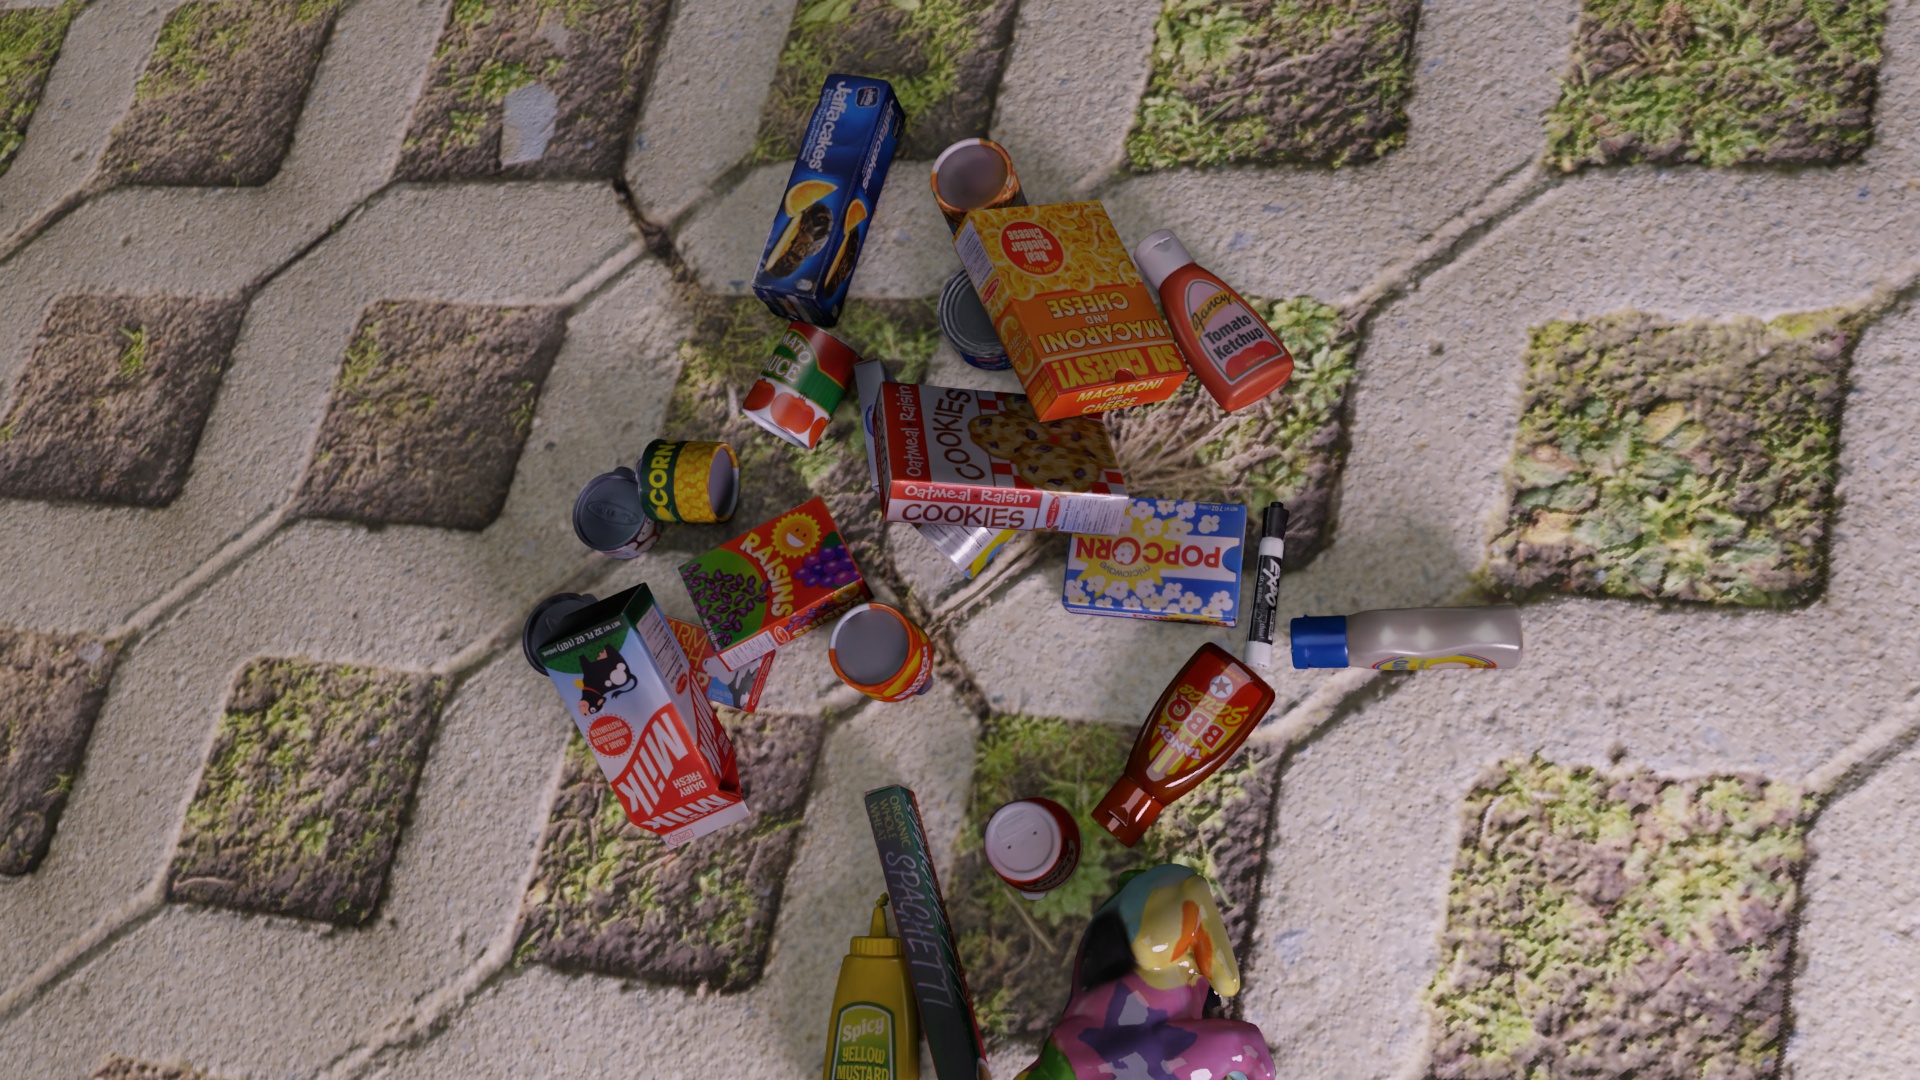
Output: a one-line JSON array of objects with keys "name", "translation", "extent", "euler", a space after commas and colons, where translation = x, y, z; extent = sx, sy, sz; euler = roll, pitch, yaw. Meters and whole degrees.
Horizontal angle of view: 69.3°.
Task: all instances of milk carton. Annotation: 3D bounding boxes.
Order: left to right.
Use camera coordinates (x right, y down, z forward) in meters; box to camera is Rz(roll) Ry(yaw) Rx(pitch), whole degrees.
[{"name": "milk carton", "translation": [-0.227, 0.136, 1.022], "extent": [0.072, 0.073, 0.190], "euler": [-24, 104, 7]}]

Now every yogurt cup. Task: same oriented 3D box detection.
[{"name": "yogurt cup", "translation": [0.048, 0.211, 0.969], "extent": [0.072, 0.054, 0.072], "euler": [-4, 73, 12]}]

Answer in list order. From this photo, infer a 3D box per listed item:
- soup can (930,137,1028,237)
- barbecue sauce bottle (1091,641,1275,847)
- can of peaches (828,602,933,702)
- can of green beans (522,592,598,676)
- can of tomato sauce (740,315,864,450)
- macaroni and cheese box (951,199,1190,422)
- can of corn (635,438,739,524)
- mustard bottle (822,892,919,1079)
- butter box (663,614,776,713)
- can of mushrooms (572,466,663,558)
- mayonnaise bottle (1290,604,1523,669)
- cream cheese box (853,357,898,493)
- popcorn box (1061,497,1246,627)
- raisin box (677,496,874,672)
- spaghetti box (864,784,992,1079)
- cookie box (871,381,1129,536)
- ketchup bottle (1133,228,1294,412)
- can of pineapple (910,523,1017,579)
[{"name": "soup can", "translation": [0.019, -0.266, 1.095], "extent": [0.071, 0.083, 0.071], "euler": [-3, 74, 12]}, {"name": "barbecue sauce bottle", "translation": [0.151, 0.145, 0.968], "extent": [0.065, 0.043, 0.148], "euler": [38, 86, 19]}, {"name": "can of peaches", "translation": [-0.057, 0.084, 1.027], "extent": [0.071, 0.058, 0.071], "euler": [-4, 73, 13]}, {"name": "can of green beans", "translation": [-0.298, 0.079, 1.086], "extent": [0.071, 0.057, 0.071], "euler": [-4, 74, 13]}, {"name": "can of tomato sauce", "translation": [-0.126, -0.123, 1.097], "extent": [0.071, 0.071, 0.083], "euler": [27, 83, 19]}, {"name": "macaroni and cheese box", "translation": [0.082, -0.176, 1.044], "extent": [0.124, 0.040, 0.167], "euler": [-13, 67, -30]}, {"name": "can of corn", "translation": [-0.214, -0.047, 1.096], "extent": [0.058, 0.071, 0.071], "euler": [3, 76, 14]}, {"name": "mustard bottle", "translation": [-0.060, 0.327, 0.964], "extent": [0.065, 0.048, 0.160], "euler": [-2, 74, 11]}, {"name": "butter box", "translation": [-0.199, 0.094, 1.077], "extent": [0.103, 0.024, 0.053], "euler": [15, 78, 17]}, {"name": "can of mushrooms", "translation": [-0.275, -0.022, 1.123], "extent": [0.071, 0.033, 0.071], "euler": [-4, 74, 13]}, {"name": "mayonnaise bottle", "translation": [0.302, 0.068, 0.946], "extent": [0.148, 0.064, 0.041], "euler": [-4, 72, 17]}, {"name": "cream cheese box", "translation": [-0.057, -0.084, 1.078], "extent": [0.024, 0.053, 0.104], "euler": [-14, 72, 12]}, {"name": "popcorn box", "translation": [0.141, 0.014, 1.011], "extent": [0.127, 0.038, 0.085], "euler": [4, 75, 15]}, {"name": "raisin box", "translation": [-0.141, 0.033, 1.058], "extent": [0.123, 0.040, 0.086], "euler": [-28, 61, -5]}, {"name": "spaghetti box", "translation": [-0.019, 0.292, 0.964], "extent": [0.028, 0.050, 0.250], "euler": [-19, 71, 6]}, {"name": "cookie box", "translation": [0.024, -0.059, 0.995], "extent": [0.168, 0.040, 0.123], "euler": [4, 38, -10]}, {"name": "ketchup bottle", "translation": [0.185, -0.170, 1.050], "extent": [0.065, 0.043, 0.149], "euler": [-29, 69, -9]}, {"name": "can of pineapple", "translation": [0.004, -0.013, 1.038], "extent": [0.058, 0.071, 0.071], "euler": [-46, 70, -1]}]
